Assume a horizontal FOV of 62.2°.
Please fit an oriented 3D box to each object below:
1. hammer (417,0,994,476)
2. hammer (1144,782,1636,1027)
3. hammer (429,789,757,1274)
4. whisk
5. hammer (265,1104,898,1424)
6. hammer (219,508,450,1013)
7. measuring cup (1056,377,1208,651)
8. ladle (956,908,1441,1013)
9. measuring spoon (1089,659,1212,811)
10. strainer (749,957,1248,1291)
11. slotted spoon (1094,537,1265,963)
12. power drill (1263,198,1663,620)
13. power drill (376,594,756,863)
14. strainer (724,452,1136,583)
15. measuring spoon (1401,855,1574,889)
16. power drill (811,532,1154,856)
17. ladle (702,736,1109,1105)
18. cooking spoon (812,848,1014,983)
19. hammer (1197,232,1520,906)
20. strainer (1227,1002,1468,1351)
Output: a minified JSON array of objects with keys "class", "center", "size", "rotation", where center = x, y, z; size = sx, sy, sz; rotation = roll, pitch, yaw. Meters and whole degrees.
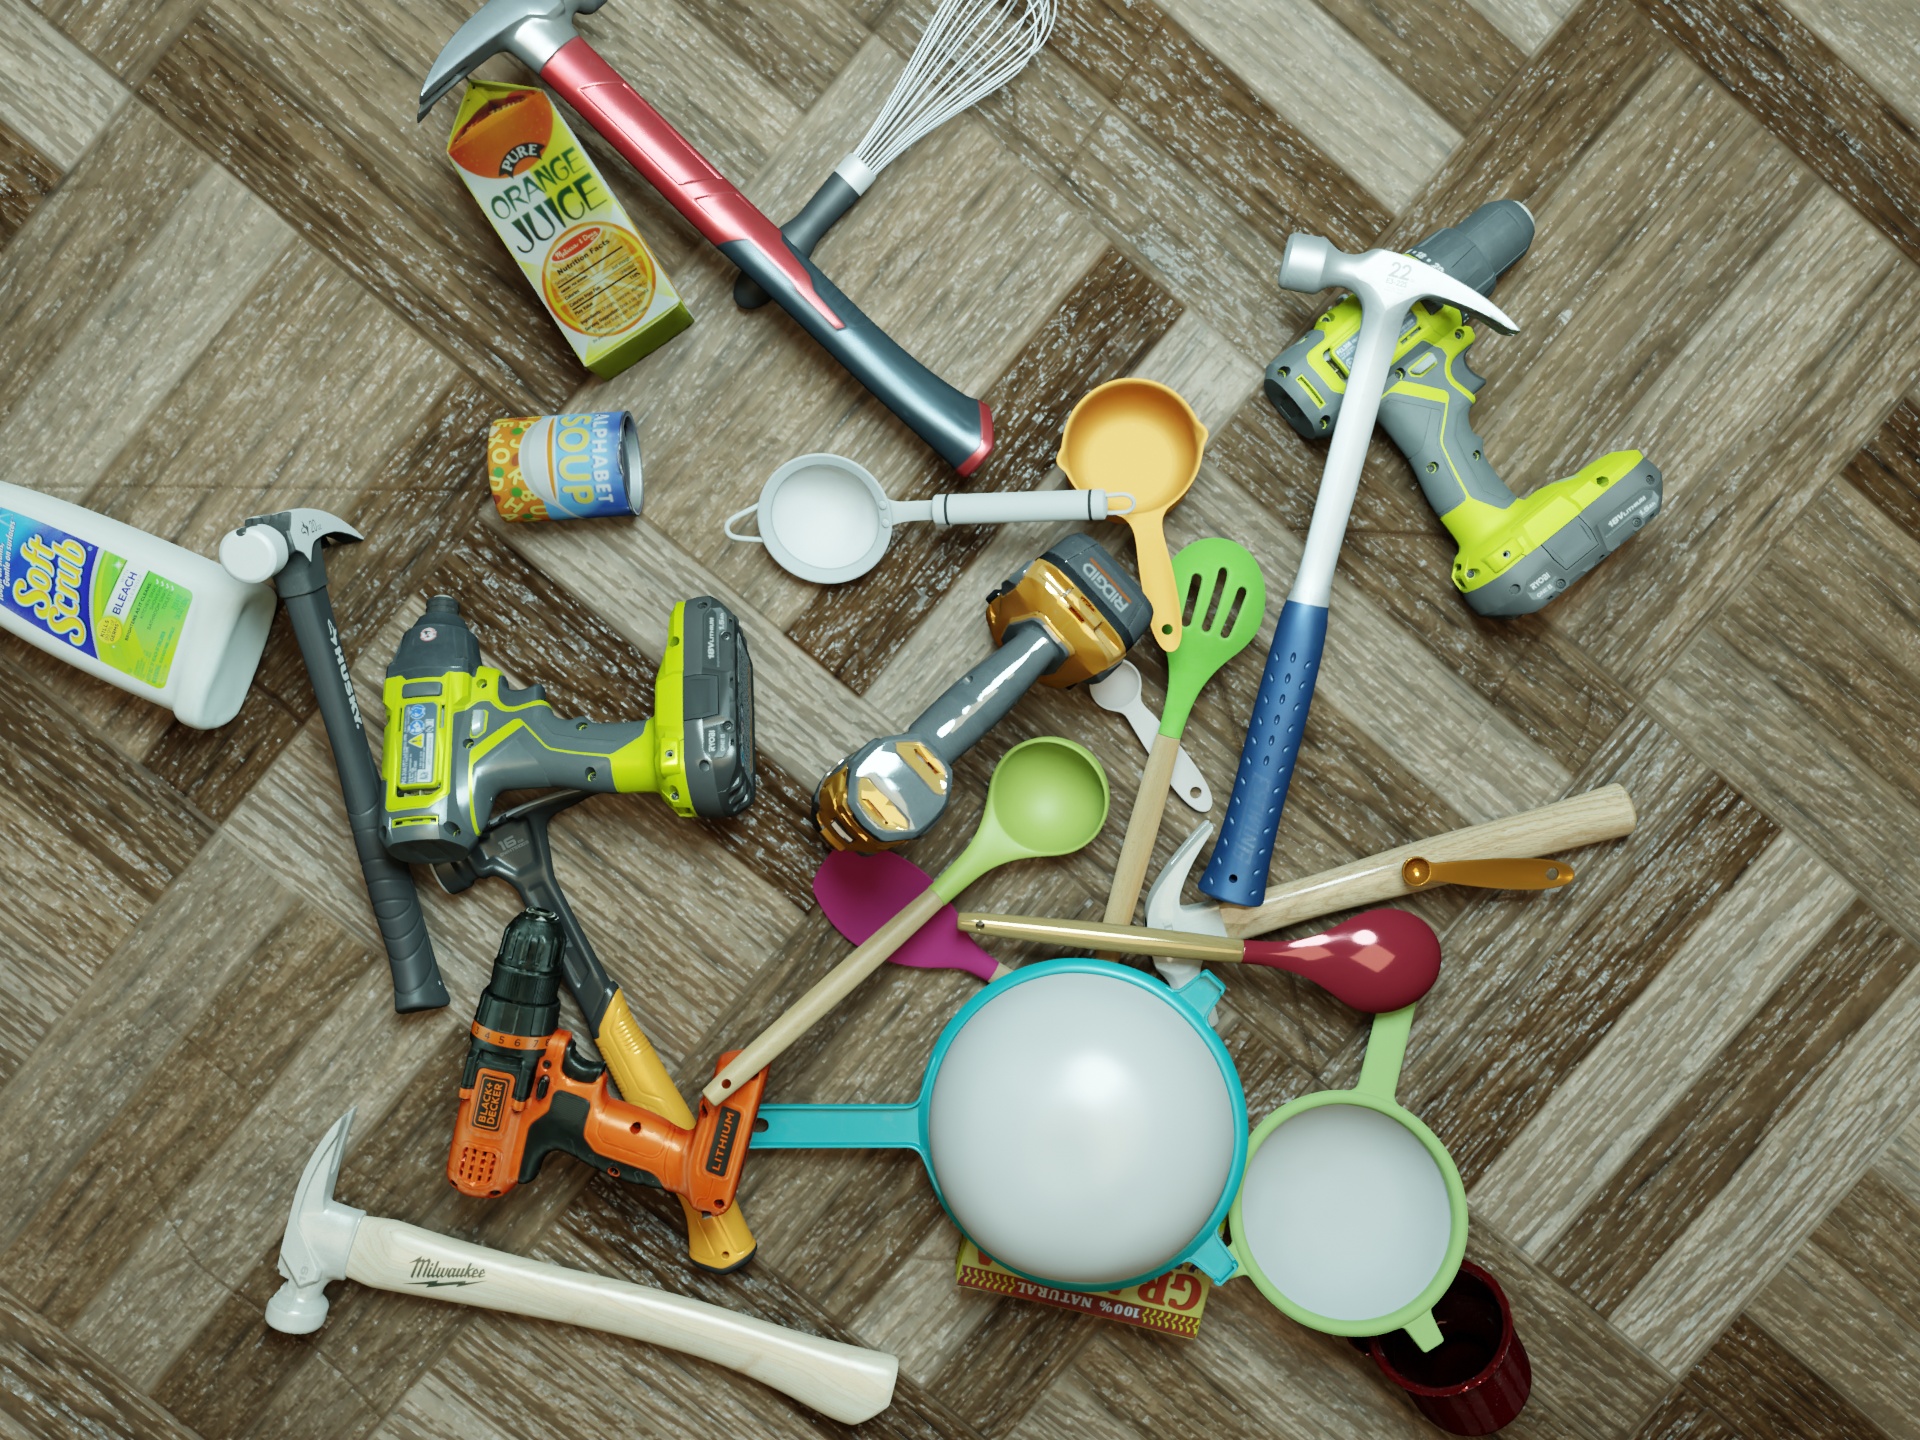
[{"class":"hammer","center":[-0.136,-0.278,0.954],"size":[0.386,0.038,0.143],"rotation":[43,69,-11]},{"class":"hammer","center":[0.282,0.100,1.050],"size":[0.331,0.031,0.130],"rotation":[-16,95,-1]},{"class":"hammer","center":[-0.214,0.207,1.042],"size":[0.127,0.034,0.337],"rotation":[-26,94,1]},{"class":"whisk","center":[-0.044,-0.367,0.998],"size":[0.070,0.070,0.284],"rotation":[43,96,-4]},{"class":"hammer","center":[-0.239,0.377,1.052],"size":[0.410,0.038,0.146],"rotation":[16,92,-3]},{"class":"hammer","center":[-0.375,0.031,0.995],"size":[0.035,0.146,0.334],"rotation":[-11,106,-1]},{"class":"measuring cup","center":[0.116,-0.127,1.010],"size":[0.095,0.052,0.173],"rotation":[-11,88,4]},{"class":"ladle","center":[0.155,0.144,1.020],"size":[0.315,0.031,0.069],"rotation":[6,95,1]},{"class":"measuring spoon","center":[0.127,0.011,1.050],"size":[0.034,0.018,0.124],"rotation":[-38,101,-1]},{"class":"strainer","center":[0.006,0.259,0.986],"size":[0.340,0.095,0.211],"rotation":[-2,88,9]},{"class":"slotted spoon","center":[0.130,0.035,1.032],"size":[0.070,0.031,0.313],"rotation":[15,98,-1]},{"class":"power drill","center":[0.332,-0.197,1.009],"size":[0.190,0.080,0.228],"rotation":[-39,91,2]},{"class":"power drill","center":[-0.245,-0.006,0.992],"size":[0.223,0.080,0.171],"rotation":[-5,67,0]},{"class":"strainer","center":[-0.019,-0.131,0.998],"size":[0.258,0.050,0.086],"rotation":[0,117,12]},{"class":"measuring spoon","center":[0.342,0.098,1.033],"size":[0.117,0.011,0.021],"rotation":[2,95,-6]},{"class":"power drill","center":[-0.002,-0.003,0.984],"size":[0.226,0.185,0.084],"rotation":[-44,94,-18]},{"class":"ladle","center":[-0.033,0.125,0.989],"size":[0.320,0.062,0.078],"rotation":[-40,86,-16]},{"class":"cooking spoon","center":[0.043,0.181,1.055],"size":[0.319,0.017,0.068],"rotation":[33,102,-3]},{"class":"hammer","center":[0.222,-0.081,0.977],"size":[0.144,0.035,0.405],"rotation":[14,100,8]},{"class":"strainer","center":[0.264,0.271,1.053],"size":[0.151,0.069,0.256],"rotation":[16,76,8]}]
